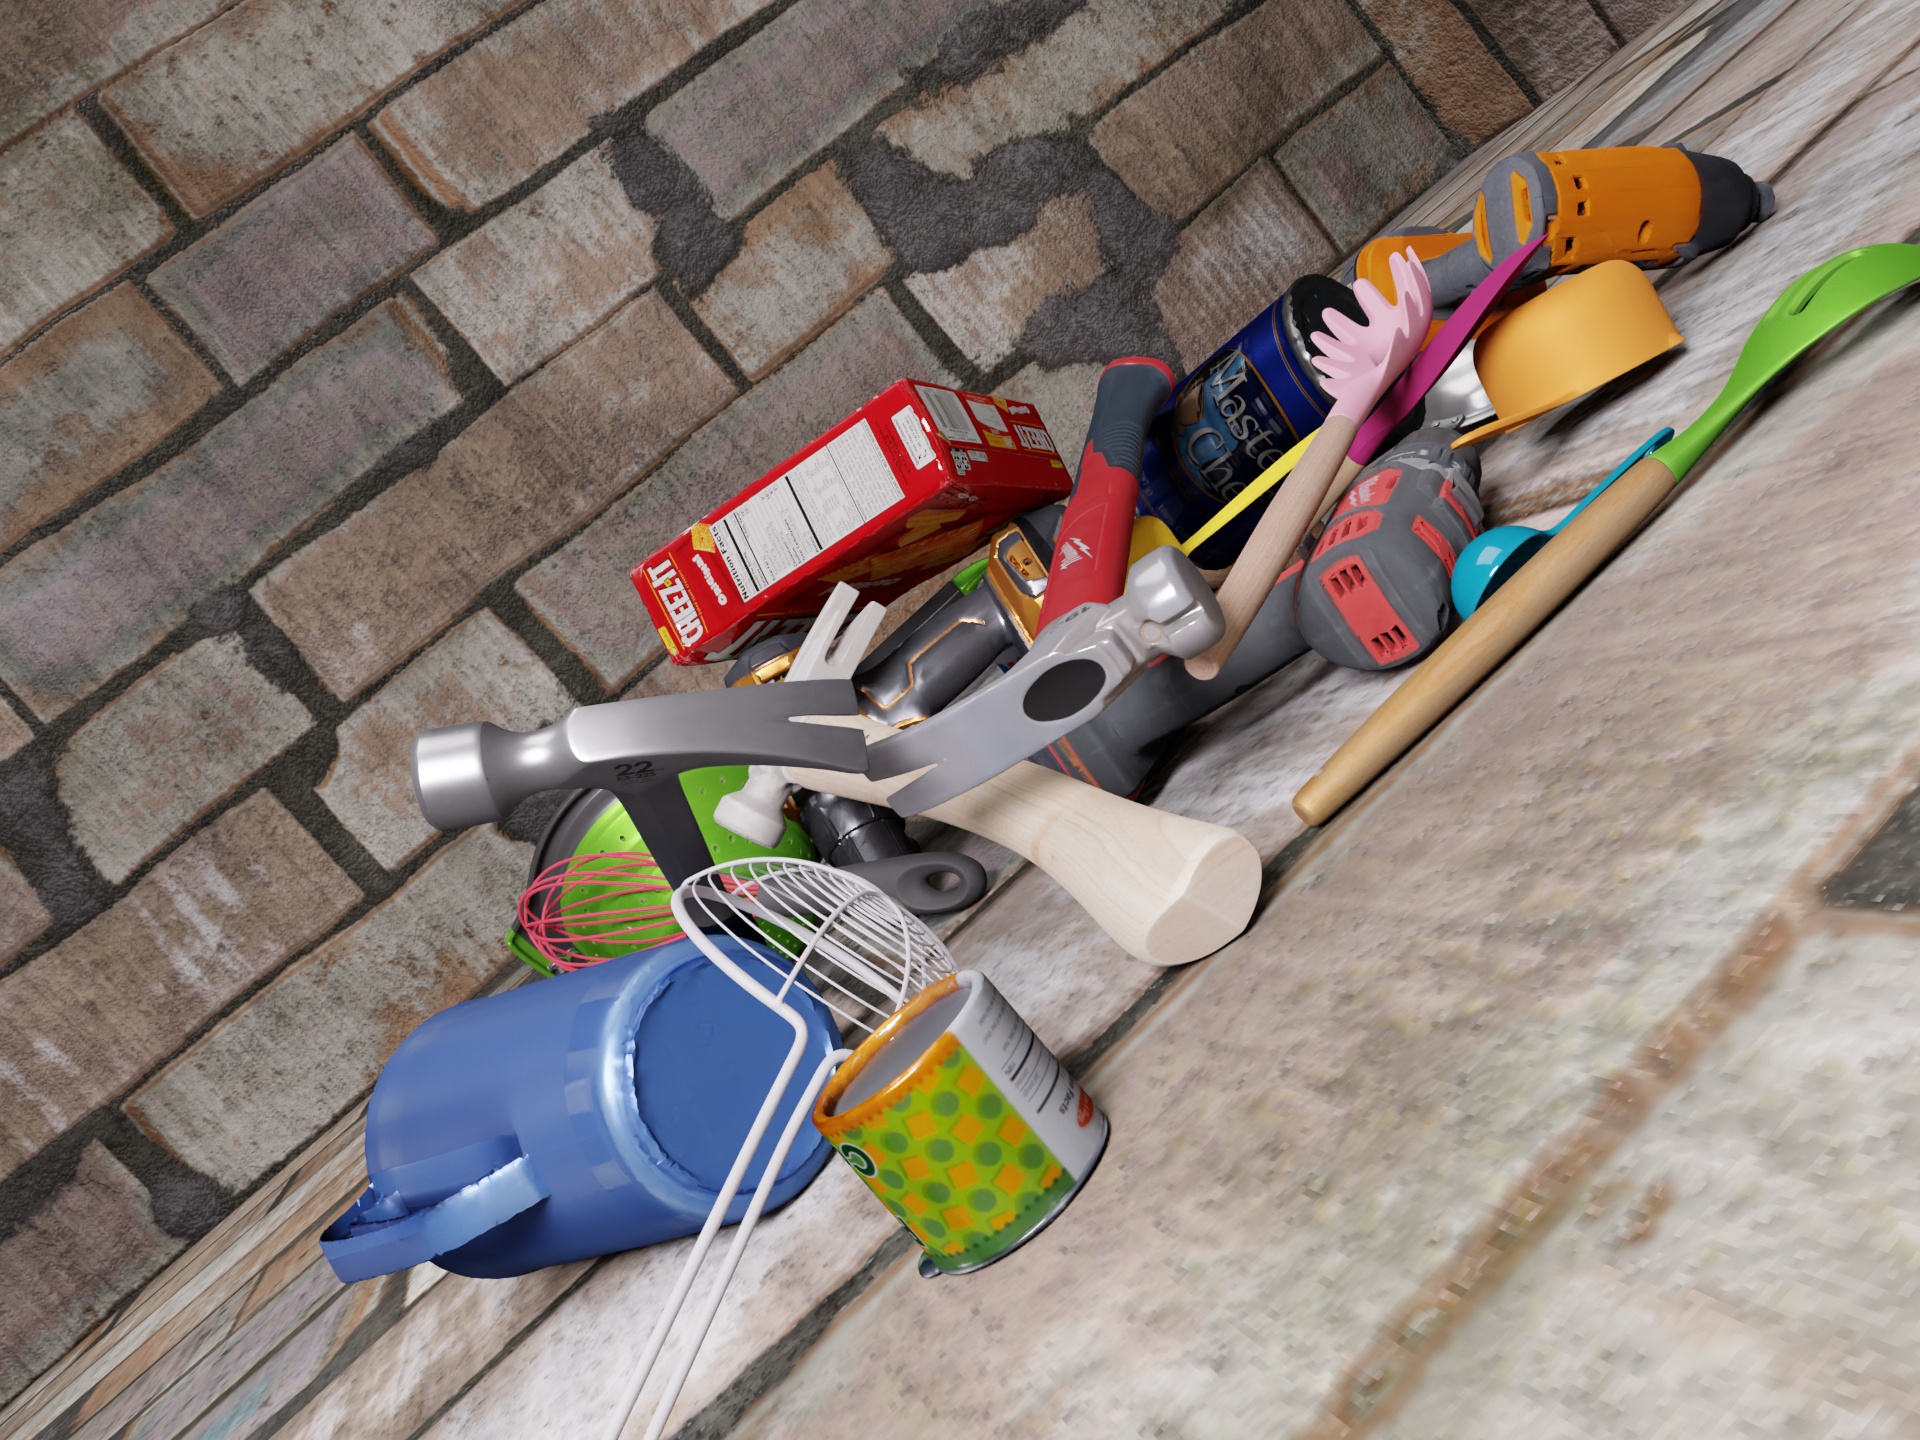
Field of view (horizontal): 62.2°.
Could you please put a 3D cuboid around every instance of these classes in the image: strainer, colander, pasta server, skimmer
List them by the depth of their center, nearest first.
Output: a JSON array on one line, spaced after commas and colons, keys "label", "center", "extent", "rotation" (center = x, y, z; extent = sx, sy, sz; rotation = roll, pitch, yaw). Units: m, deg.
[{"label": "skimmer", "center": [-0.084, 0.173, 0.470], "extent": [0.090, 0.127, 0.363], "rotation": [-50, 10, 41]}, {"label": "pasta server", "center": [0.148, -0.116, 0.671], "extent": [0.060, 0.040, 0.316], "rotation": [-33, 15, 44]}, {"label": "strainer", "center": [0.258, -0.152, 0.882], "extent": [0.087, 0.050, 0.258], "rotation": [-6, 35, 51]}, {"label": "colander", "center": [-0.097, 0.053, 0.996], "extent": [0.397, 0.204, 0.095], "rotation": [-43, 49, -1]}]

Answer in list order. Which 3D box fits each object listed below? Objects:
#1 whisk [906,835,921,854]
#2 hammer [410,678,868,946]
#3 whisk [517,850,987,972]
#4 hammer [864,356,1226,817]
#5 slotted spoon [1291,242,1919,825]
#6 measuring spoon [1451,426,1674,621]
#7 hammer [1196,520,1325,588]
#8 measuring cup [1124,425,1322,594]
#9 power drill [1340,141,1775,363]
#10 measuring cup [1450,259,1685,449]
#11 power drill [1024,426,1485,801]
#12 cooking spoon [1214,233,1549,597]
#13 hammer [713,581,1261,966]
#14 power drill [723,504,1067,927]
[{"label": "whisk", "center": [-0.063, 0.076, 1.101], "extent": [0.047, 0.051, 0.245], "rotation": [-35, 9, -11]}, {"label": "hammer", "center": [-0.105, 0.079, 0.692], "extent": [0.144, 0.035, 0.405], "rotation": [-10, -22, -4]}, {"label": "whisk", "center": [-0.119, 0.098, 0.860], "extent": [0.296, 0.073, 0.073], "rotation": [-8, 21, 26]}, {"label": "hammer", "center": [0.051, -0.089, 0.718], "extent": [0.143, 0.038, 0.386], "rotation": [-32, 18, 22]}, {"label": "slotted spoon", "center": [0.232, -0.072, 0.565], "extent": [0.314, 0.031, 0.070], "rotation": [-42, 1, -8]}, {"label": "measuring spoon", "center": [0.227, -0.081, 0.604], "extent": [0.128, 0.021, 0.042], "rotation": [-38, -31, -22]}, {"label": "hammer", "center": [0.165, -0.102, 1.071], "extent": [0.130, 0.031, 0.331], "rotation": [-41, 8, -10]}, {"label": "measuring cup", "center": [0.114, -0.104, 0.756], "extent": [0.156, 0.029, 0.062], "rotation": [-39, 11, -8]}, {"label": "power drill", "center": [0.335, -0.265, 0.912], "extent": [0.164, 0.084, 0.226], "rotation": [-8, 0, -13]}, {"label": "measuring cup", "center": [0.261, -0.166, 0.730], "extent": [0.173, 0.052, 0.095], "rotation": [-26, -1, -40]}, {"label": "power drill", "center": [0.136, -0.050, 0.729], "extent": [0.226, 0.080, 0.188], "rotation": [-31, 11, 35]}, {"label": "cooking spoon", "center": [0.182, -0.115, 0.805], "extent": [0.318, 0.017, 0.069], "rotation": [-53, -7, 35]}, {"label": "hammer", "center": [-0.001, 0.019, 0.688], "extent": [0.411, 0.038, 0.146], "rotation": [15, 77, 63]}, {"label": "power drill", "center": [-0.001, -0.003, 0.904], "extent": [0.226, 0.186, 0.084], "rotation": [-28, -28, -4]}]
